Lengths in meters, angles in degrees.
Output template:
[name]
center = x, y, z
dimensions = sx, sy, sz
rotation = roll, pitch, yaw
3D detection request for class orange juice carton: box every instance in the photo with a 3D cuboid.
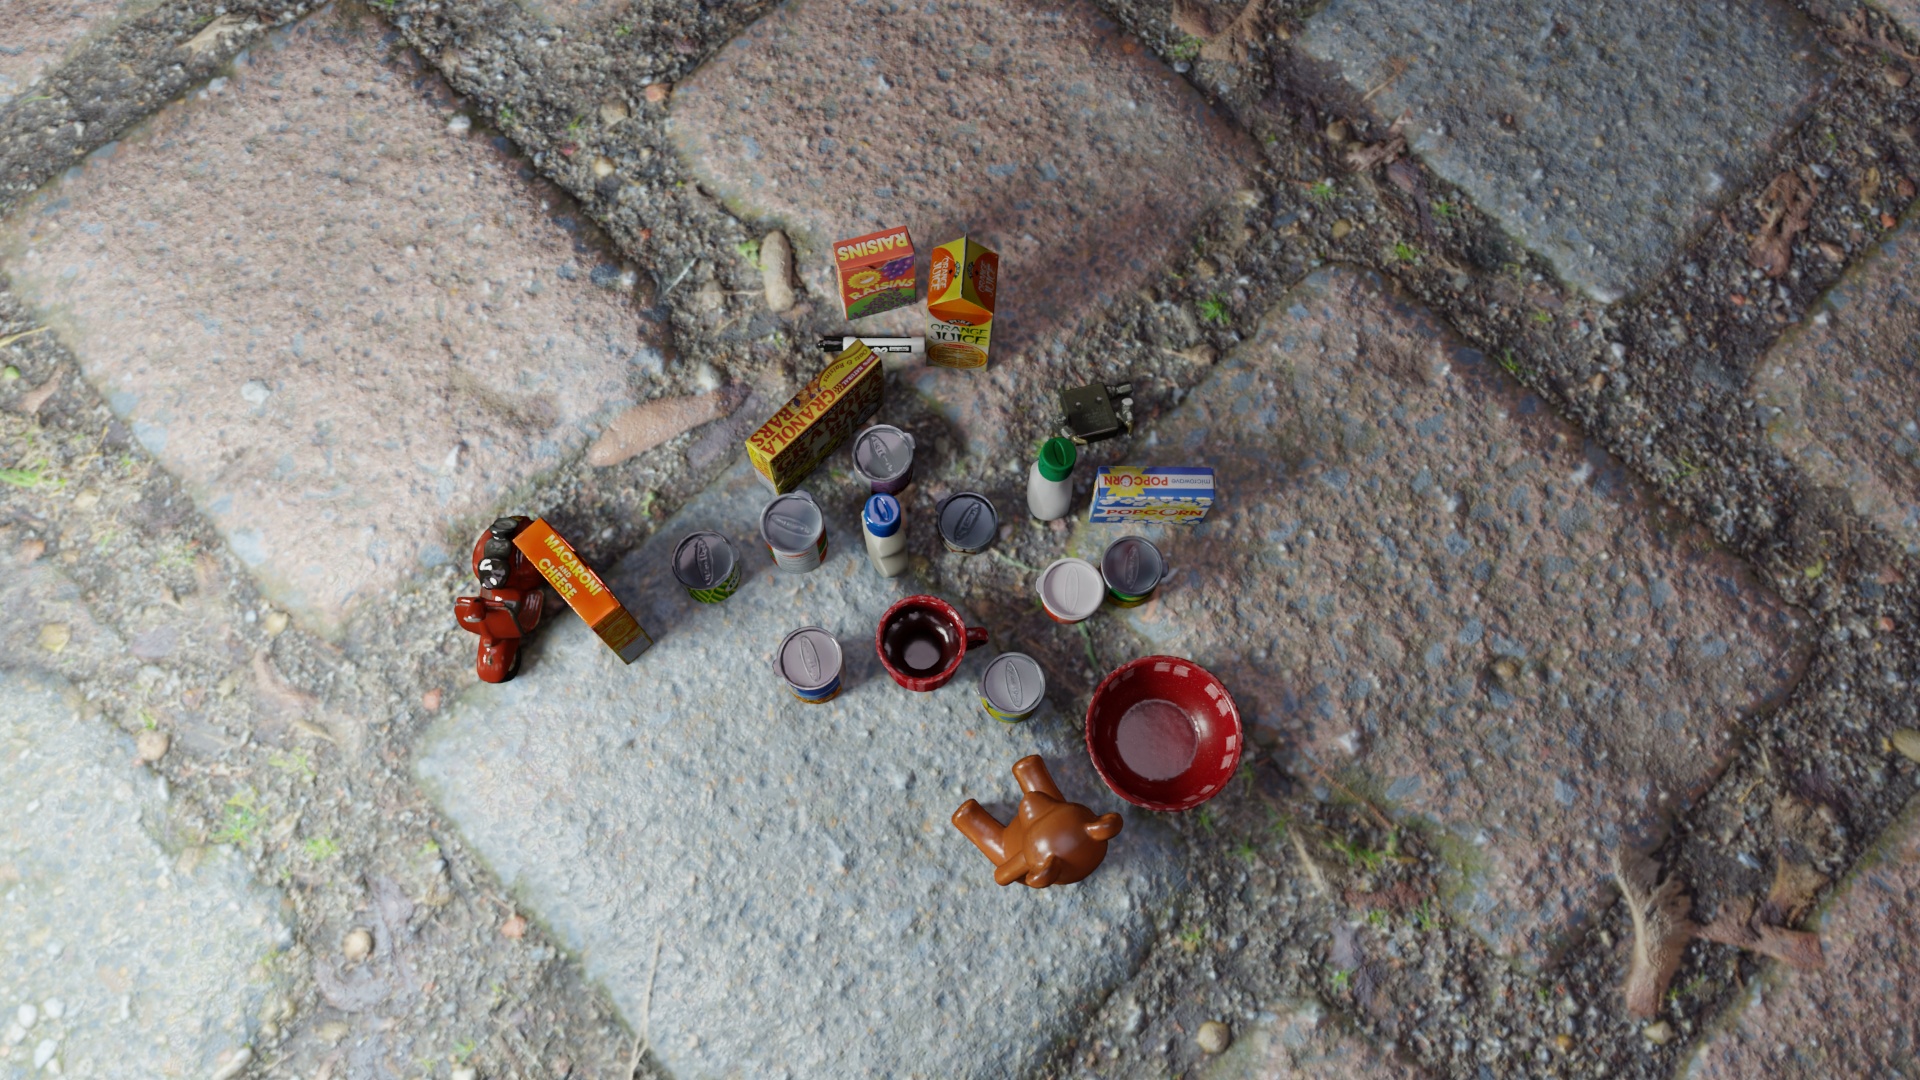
[orange juice carton]
center = 0.001, -0.257, 1.509
dimensions = 0.073, 0.192, 0.072
rotation = 6, 73, 0

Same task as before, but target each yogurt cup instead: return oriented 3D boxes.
[yogurt cup]
center = 0.117, 0.057, 1.483
dimensions = 0.072, 0.053, 0.072
rotation = 0, 72, -1

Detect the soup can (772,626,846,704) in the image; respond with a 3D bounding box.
[soup can]
center = -0.155, 0.131, 1.435
dimensions = 0.071, 0.083, 0.071
rotation = 0, 72, -1

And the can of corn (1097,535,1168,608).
[can of corn]
center = 0.184, 0.035, 1.490
dimensions = 0.071, 0.058, 0.071
rotation = 0, 72, -1

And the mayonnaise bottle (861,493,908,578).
[mayonnaise bottle]
center = -0.079, -0.009, 1.449
dimensions = 0.041, 0.147, 0.065
rotation = -22, 74, -8

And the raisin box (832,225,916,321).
[raisin box]
center = -0.095, -0.298, 1.555
dimensions = 0.086, 0.123, 0.040
rotation = -15, 74, -6

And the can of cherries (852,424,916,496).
[can of cherries]
center = -0.082, -0.086, 1.521
dimensions = 0.071, 0.058, 0.071
rotation = 0, 72, -1

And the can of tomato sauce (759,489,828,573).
[can of tomato sauce]
center = -0.176, -0.008, 1.480
dimensions = 0.071, 0.083, 0.071
rotation = 0, 72, -1

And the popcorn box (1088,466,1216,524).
[popcorn box]
center = 0.206, -0.048, 1.503
dimensions = 0.127, 0.085, 0.038
rotation = 1, 73, -1

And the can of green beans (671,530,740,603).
[can of green beans]
center = -0.270, 0.029, 1.479
dimensions = 0.071, 0.057, 0.071
rotation = 0, 72, -1

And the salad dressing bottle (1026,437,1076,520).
[salad dressing bottle]
center = 0.098, -0.066, 1.473
dimensions = 0.044, 0.147, 0.064
rotation = -13, 73, -5

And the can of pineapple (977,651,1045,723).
[can of pineapple]
center = 0.052, 0.154, 1.448
dimensions = 0.071, 0.057, 0.071
rotation = 0, 72, -1

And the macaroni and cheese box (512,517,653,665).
[macaroni and cheese box]
center = -0.380, 0.053, 1.410
dimensions = 0.040, 0.166, 0.124
rotation = -42, 78, -13

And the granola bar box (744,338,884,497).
[granola bar box]
center = -0.153, -0.128, 1.498
dimensions = 0.039, 0.124, 0.166
rotation = 42, 76, 11

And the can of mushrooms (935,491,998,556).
[can of mushrooms]
center = 0.005, -0.019, 1.515
dimensions = 0.071, 0.033, 0.071
rotation = 1, 72, -1
